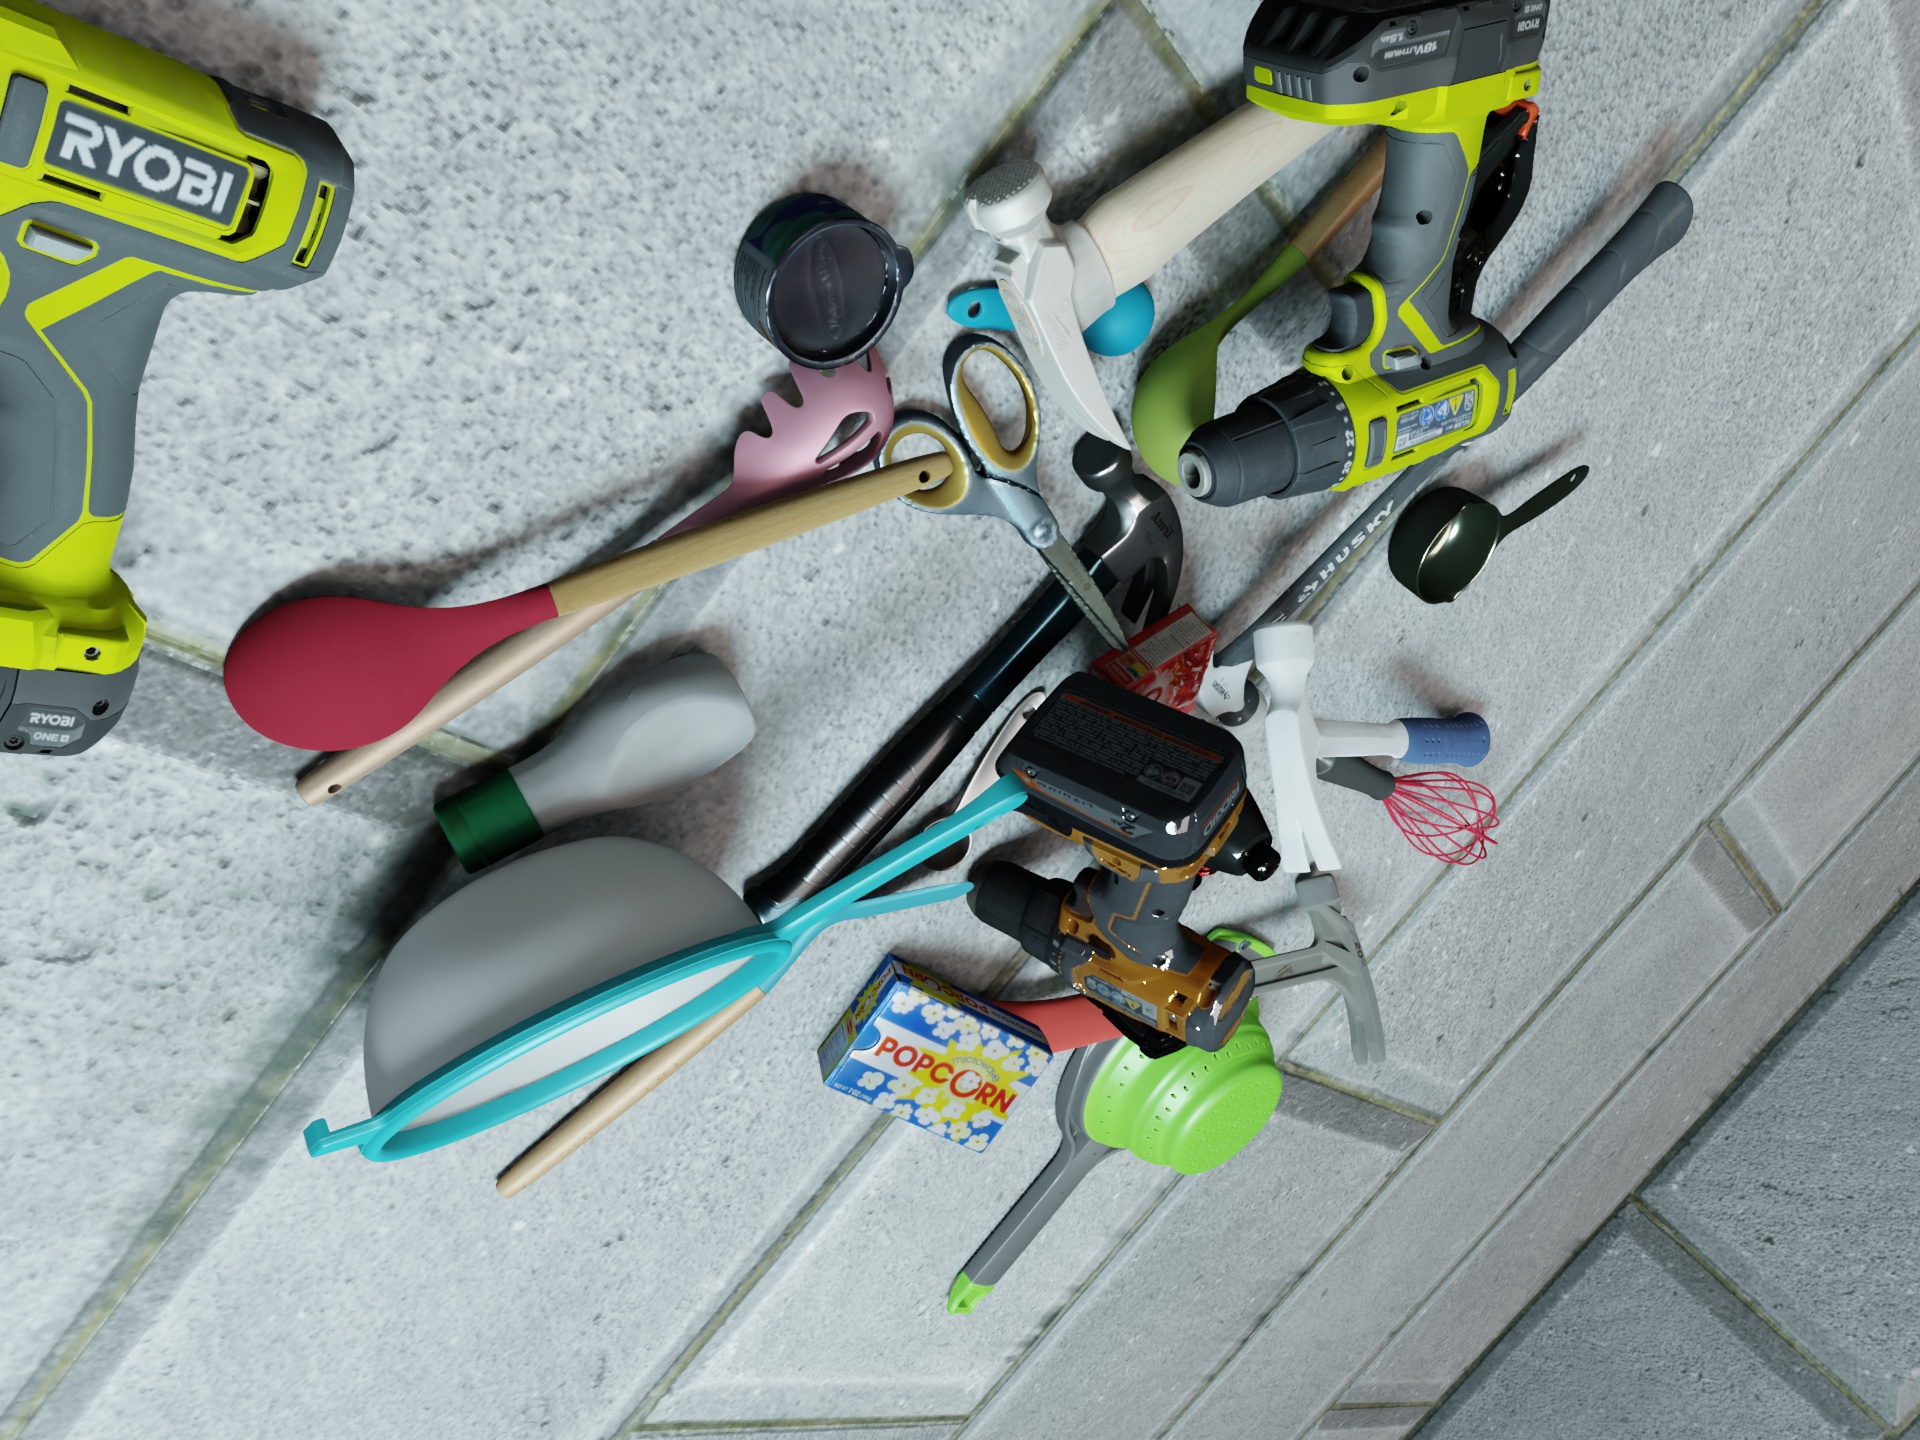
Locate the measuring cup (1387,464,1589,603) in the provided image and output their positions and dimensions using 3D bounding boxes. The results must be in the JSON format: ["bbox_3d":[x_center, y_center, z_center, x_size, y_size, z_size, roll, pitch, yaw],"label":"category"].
[{"bbox_3d":[0.354,-0.140,1.068,0.167,0.038,0.083,-30,139,-20],"label":"measuring cup"}]

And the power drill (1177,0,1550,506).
[{"bbox_3d":[0.184,-0.214,0.740,0.190,0.080,0.228,-22,128,-24],"label":"power drill"}]

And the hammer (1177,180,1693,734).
[{"bbox_3d":[0.281,-0.161,0.953,0.409,0.036,0.149,-47,151,5],"label":"hammer"}]

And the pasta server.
[{"bbox_3d":[-0.155,-0.062,0.699,0.316,0.040,0.060,-35,140,-6],"label":"pasta server"}]

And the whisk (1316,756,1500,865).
[{"bbox_3d":[0.328,0.055,1.202,0.295,0.073,0.073,21,108,-42],"label":"whisk"}]

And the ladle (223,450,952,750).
[{"bbox_3d":[-0.146,-0.059,0.667,0.315,0.031,0.069,-22,124,-15],"label":"ladle"}]

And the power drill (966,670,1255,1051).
[{"bbox_3d":[0.075,0.079,0.897,0.084,0.185,0.226,-48,147,-30],"label":"power drill"}]

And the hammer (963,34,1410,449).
[{"bbox_3d":[0.188,-0.302,0.766,0.410,0.038,0.146,-39,130,-10],"label":"hammer"}]

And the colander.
[{"bbox_3d":[0.133,0.348,1.252,0.397,0.095,0.204,-53,140,9],"label":"colander"}]

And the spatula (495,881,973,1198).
[{"bbox_3d":[-0.130,0.176,0.912,0.317,0.044,0.082,-38,171,-5],"label":"spatula"}]

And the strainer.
[{"bbox_3d":[-0.136,0.084,0.744,0.340,0.095,0.211,-30,168,0],"label":"strainer"}]

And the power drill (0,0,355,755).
[{"bbox_3d":[-0.307,-0.108,0.487,0.171,0.080,0.223,10,112,-46],"label":"power drill"}]

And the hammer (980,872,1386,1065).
[{"bbox_3d":[0.155,0.209,1.146,0.359,0.149,0.036,-7,167,-31],"label":"hammer"}]

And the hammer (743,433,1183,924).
[{"bbox_3d":[-0.001,-0.003,0.878,0.331,0.033,0.128,-47,139,3],"label":"hammer"}]

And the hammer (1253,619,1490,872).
[{"bbox_3d":[0.289,0.018,1.067,0.405,0.035,0.144,2,83,-58],"label":"hammer"}]

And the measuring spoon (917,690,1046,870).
[{"bbox_3d":[0.013,0.033,0.939,0.034,0.018,0.124,31,95,-27],"label":"measuring spoon"}]

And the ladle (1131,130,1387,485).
[{"bbox_3d":[0.201,-0.252,0.821,0.320,0.062,0.078,-48,176,-1],"label":"ladle"}]

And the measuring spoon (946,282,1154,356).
[{"bbox_3d":[0.048,-0.193,0.762,0.128,0.021,0.042,-9,129,-38],"label":"measuring spoon"}]

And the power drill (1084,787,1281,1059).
[{"bbox_3d":[0.131,0.105,1.003,0.078,0.143,0.219,-27,140,-28],"label":"power drill"}]
